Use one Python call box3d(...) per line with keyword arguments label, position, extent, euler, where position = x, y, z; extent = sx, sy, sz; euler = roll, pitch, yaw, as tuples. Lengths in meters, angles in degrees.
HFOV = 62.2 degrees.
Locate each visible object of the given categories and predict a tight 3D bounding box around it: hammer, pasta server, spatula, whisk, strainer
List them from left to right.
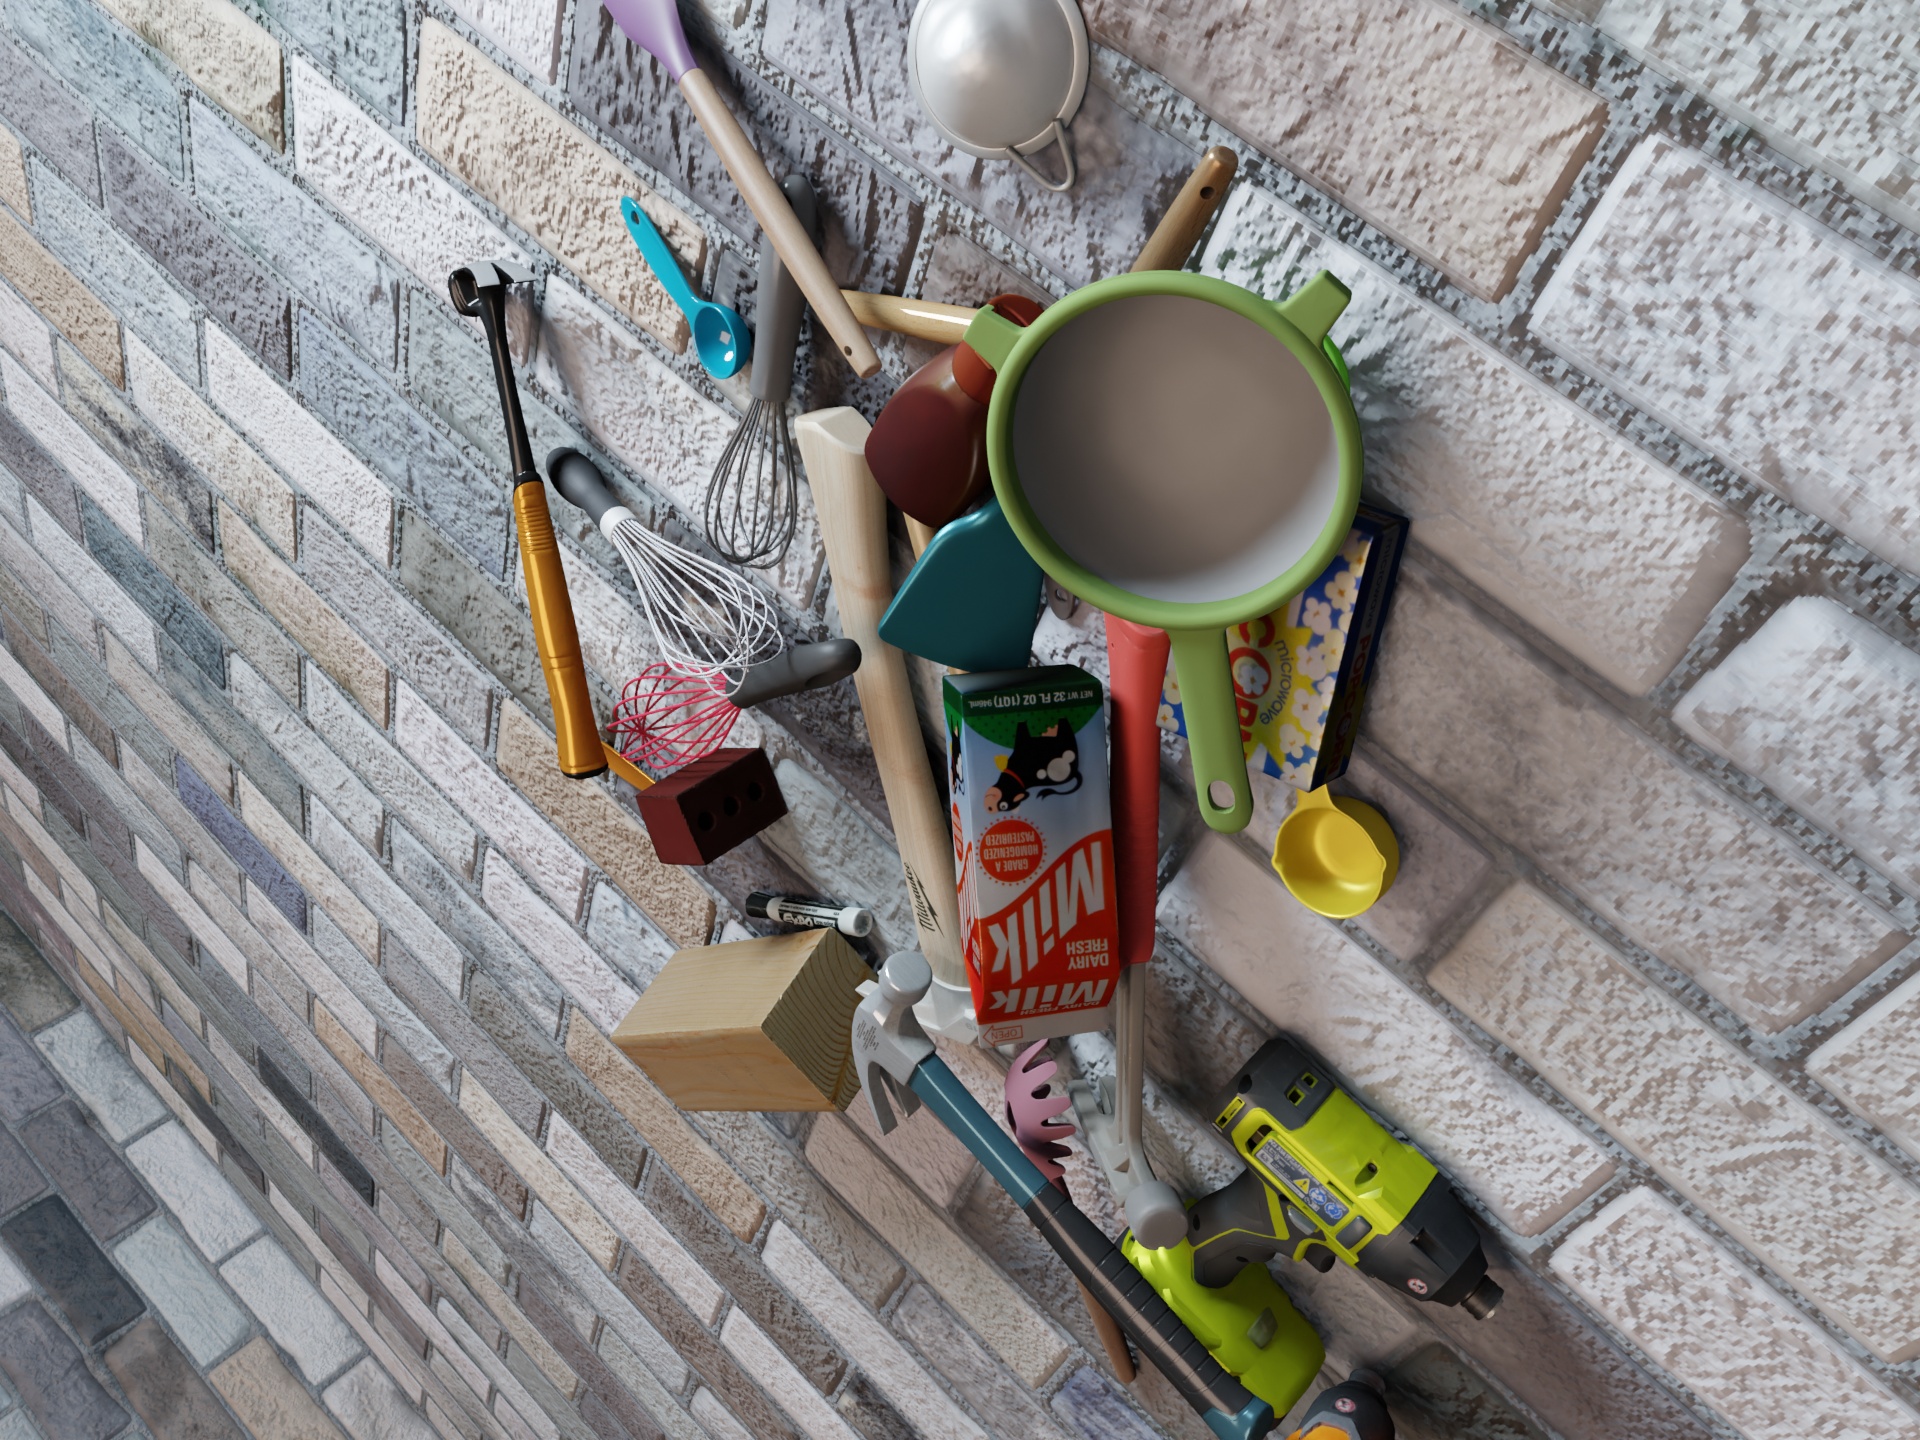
box3d(label="hammer", position=(-0.270, -0.121, 1.018), extent=(0.127, 0.034, 0.336), euler=(27, 128, 61))
box3d(label="whisk", position=(-0.194, -0.103, 0.965), extent=(0.285, 0.070, 0.070), euler=(43, 142, 41))
box3d(label="spatula", position=(-0.122, -0.305, 0.801), extent=(0.059, 0.018, 0.316), euler=(-40, 77, 47))
box3d(label="whisk", position=(-0.144, -0.016, 0.988), extent=(0.296, 0.073, 0.073), euler=(-14, 105, 54))
box3d(label="whisk", position=(-0.107, -0.184, 0.876), extent=(0.055, 0.055, 0.238), euler=(34, 131, 24))
box3d(label="hammer", position=(-0.043, 0.016, 0.951), extent=(0.146, 0.038, 0.410), euler=(11, 122, 42))
box3d(label="strainer", position=(-0.016, -0.347, 0.680), extent=(0.087, 0.050, 0.258), euler=(-20, 98, 33))
box3d(label="hammer", position=(0.054, 0.285, 0.918), extent=(0.331, 0.033, 0.128), euler=(45, 141, 18))
box3d(label="spatula", position=(0.048, -0.126, 0.722), extent=(0.082, 0.044, 0.317), euler=(18, 144, -11))
box3d(label="pasta server", position=(0.079, 0.327, 1.020), extent=(0.060, 0.040, 0.316), euler=(-111, 1, -58))
box3d(label="hammer", position=(0.089, 0.093, 0.845), extent=(0.149, 0.036, 0.358), euler=(-117, 23, -66))
box3d(label="strainer", position=(0.103, -0.072, 0.673), extent=(0.151, 0.069, 0.256), euler=(0, 123, 24))

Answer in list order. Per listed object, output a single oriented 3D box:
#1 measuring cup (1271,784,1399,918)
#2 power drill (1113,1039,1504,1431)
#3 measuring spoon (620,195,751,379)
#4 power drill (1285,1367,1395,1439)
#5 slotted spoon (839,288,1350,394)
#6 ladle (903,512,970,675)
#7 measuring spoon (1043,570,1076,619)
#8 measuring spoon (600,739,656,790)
box3d(label="measuring cup", position=(0.171, 0.016, 0.755), extent=(0.062, 0.029, 0.156), euler=(-6, 99, 44))
box3d(label="power drill", position=(0.184, 0.300, 0.888), extent=(0.171, 0.080, 0.223), euler=(42, 135, 17))
box3d(label="measuring spoon", position=(-0.154, -0.249, 0.902), extent=(0.129, 0.021, 0.042), euler=(57, 143, 13))
box3d(label="power drill", position=(0.276, 0.433, 0.842), extent=(0.226, 0.164, 0.084), euler=(6, 120, 28))
box3d(label="slotted spoon", position=(0.046, -0.177, 0.741), extent=(0.314, 0.031, 0.070), euler=(21, 131, 37))
box3d(label="ladle", position=(-0.001, -0.003, 0.872), extent=(0.078, 0.062, 0.320), euler=(4, 114, 58))
box3d(label="measuring spoon", position=(0.053, -0.103, 0.796), extent=(0.034, 0.018, 0.124), euler=(28, 139, 32))
box3d(label="measuring spoon", position=(-0.239, 0.039, 1.182), extent=(0.117, 0.011, 0.021), euler=(30, 133, 32))
